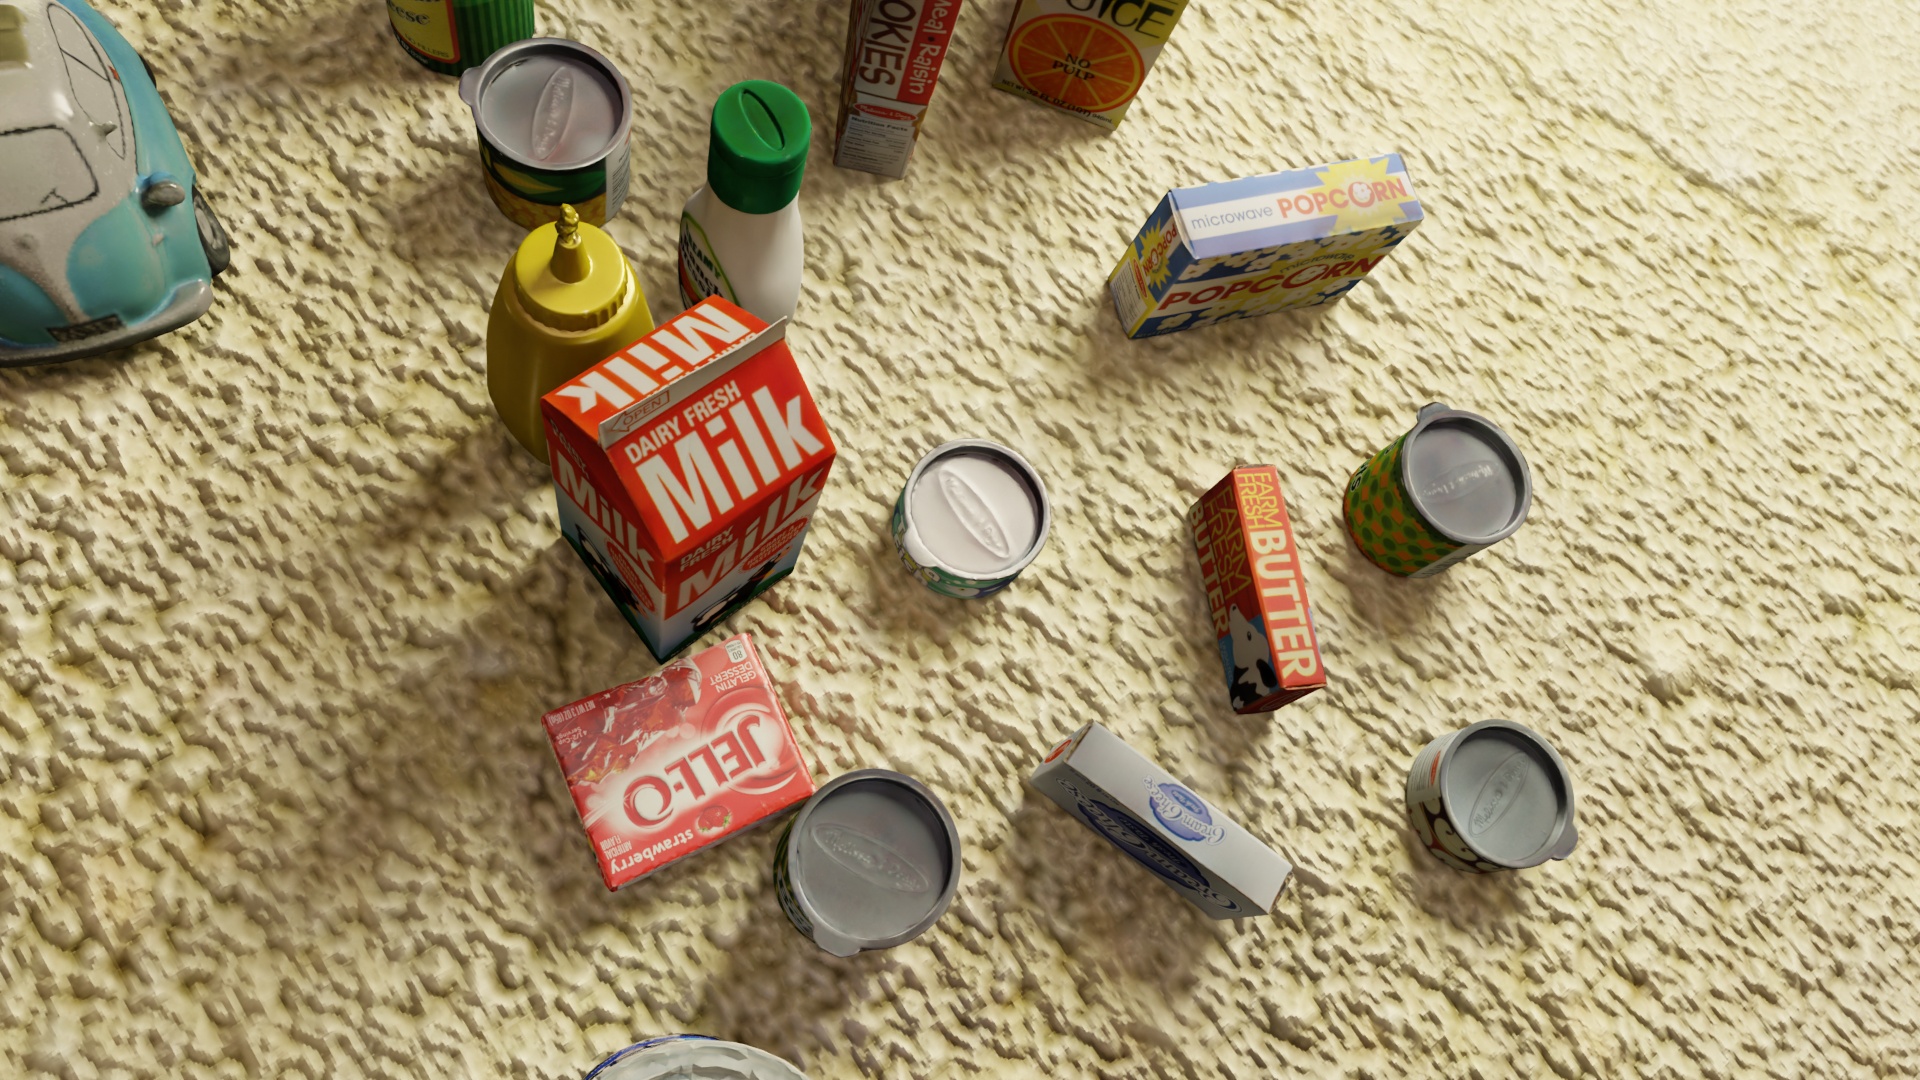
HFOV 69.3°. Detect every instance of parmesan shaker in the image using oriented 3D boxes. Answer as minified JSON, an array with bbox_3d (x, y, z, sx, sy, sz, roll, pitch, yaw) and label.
[{"bbox_3d":[-0.221,-0.258,0.608,0.071,0.102,0.071,4,71,-12],"label":"parmesan shaker"}]

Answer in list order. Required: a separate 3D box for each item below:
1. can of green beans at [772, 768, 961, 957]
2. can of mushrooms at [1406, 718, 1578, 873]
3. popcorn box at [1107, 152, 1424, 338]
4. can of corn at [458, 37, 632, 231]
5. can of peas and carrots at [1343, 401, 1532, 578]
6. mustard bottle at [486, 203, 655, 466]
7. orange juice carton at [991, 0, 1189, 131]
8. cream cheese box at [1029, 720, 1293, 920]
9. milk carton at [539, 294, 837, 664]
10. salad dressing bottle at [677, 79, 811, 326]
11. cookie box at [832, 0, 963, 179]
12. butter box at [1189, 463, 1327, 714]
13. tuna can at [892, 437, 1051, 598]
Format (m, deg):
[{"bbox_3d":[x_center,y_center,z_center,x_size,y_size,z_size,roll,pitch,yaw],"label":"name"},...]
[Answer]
[{"bbox_3d":[-0.038,0.127,0.544,0.071,0.057,0.071,4,71,-12],"label":"can of green beans"},{"bbox_3d":[0.241,0.118,0.628,0.071,0.033,0.071,4,70,-12],"label":"can of mushrooms"},{"bbox_3d":[0.144,-0.140,0.667,0.127,0.085,0.038,-13,75,-18],"label":"popcorn box"},{"bbox_3d":[-0.182,-0.177,0.614,0.071,0.058,0.071,4,71,-12],"label":"can of corn"},{"bbox_3d":[0.224,-0.023,0.660,0.071,0.058,0.071,4,71,-12],"label":"can of peas and carrots"},{"bbox_3d":[-0.149,-0.080,0.533,0.065,0.159,0.049,-37,83,-22],"label":"mustard bottle"},{"bbox_3d":[0.078,-0.283,0.642,0.072,0.192,0.073,18,68,-7],"label":"orange juice carton"},{"bbox_3d":[0.082,0.118,0.579,0.104,0.053,0.024,36,67,0],"label":"cream cheese box"},{"bbox_3d":[-0.101,-0.023,0.508,0.072,0.190,0.073,-36,83,-22],"label":"milk carton"},{"bbox_3d":[-0.088,-0.131,0.572,0.044,0.147,0.064,-28,80,-21],"label":"salad dressing bottle"},{"bbox_3d":[-0.023,-0.263,0.624,0.040,0.166,0.123,9,70,-11],"label":"cookie box"},{"bbox_3d":[0.132,0.022,0.624,0.024,0.053,0.104,-4,73,-15],"label":"butter box"},{"bbox_3d":[0.002,-0.008,0.614,0.071,0.032,0.071,4,70,-12],"label":"tuna can"}]
